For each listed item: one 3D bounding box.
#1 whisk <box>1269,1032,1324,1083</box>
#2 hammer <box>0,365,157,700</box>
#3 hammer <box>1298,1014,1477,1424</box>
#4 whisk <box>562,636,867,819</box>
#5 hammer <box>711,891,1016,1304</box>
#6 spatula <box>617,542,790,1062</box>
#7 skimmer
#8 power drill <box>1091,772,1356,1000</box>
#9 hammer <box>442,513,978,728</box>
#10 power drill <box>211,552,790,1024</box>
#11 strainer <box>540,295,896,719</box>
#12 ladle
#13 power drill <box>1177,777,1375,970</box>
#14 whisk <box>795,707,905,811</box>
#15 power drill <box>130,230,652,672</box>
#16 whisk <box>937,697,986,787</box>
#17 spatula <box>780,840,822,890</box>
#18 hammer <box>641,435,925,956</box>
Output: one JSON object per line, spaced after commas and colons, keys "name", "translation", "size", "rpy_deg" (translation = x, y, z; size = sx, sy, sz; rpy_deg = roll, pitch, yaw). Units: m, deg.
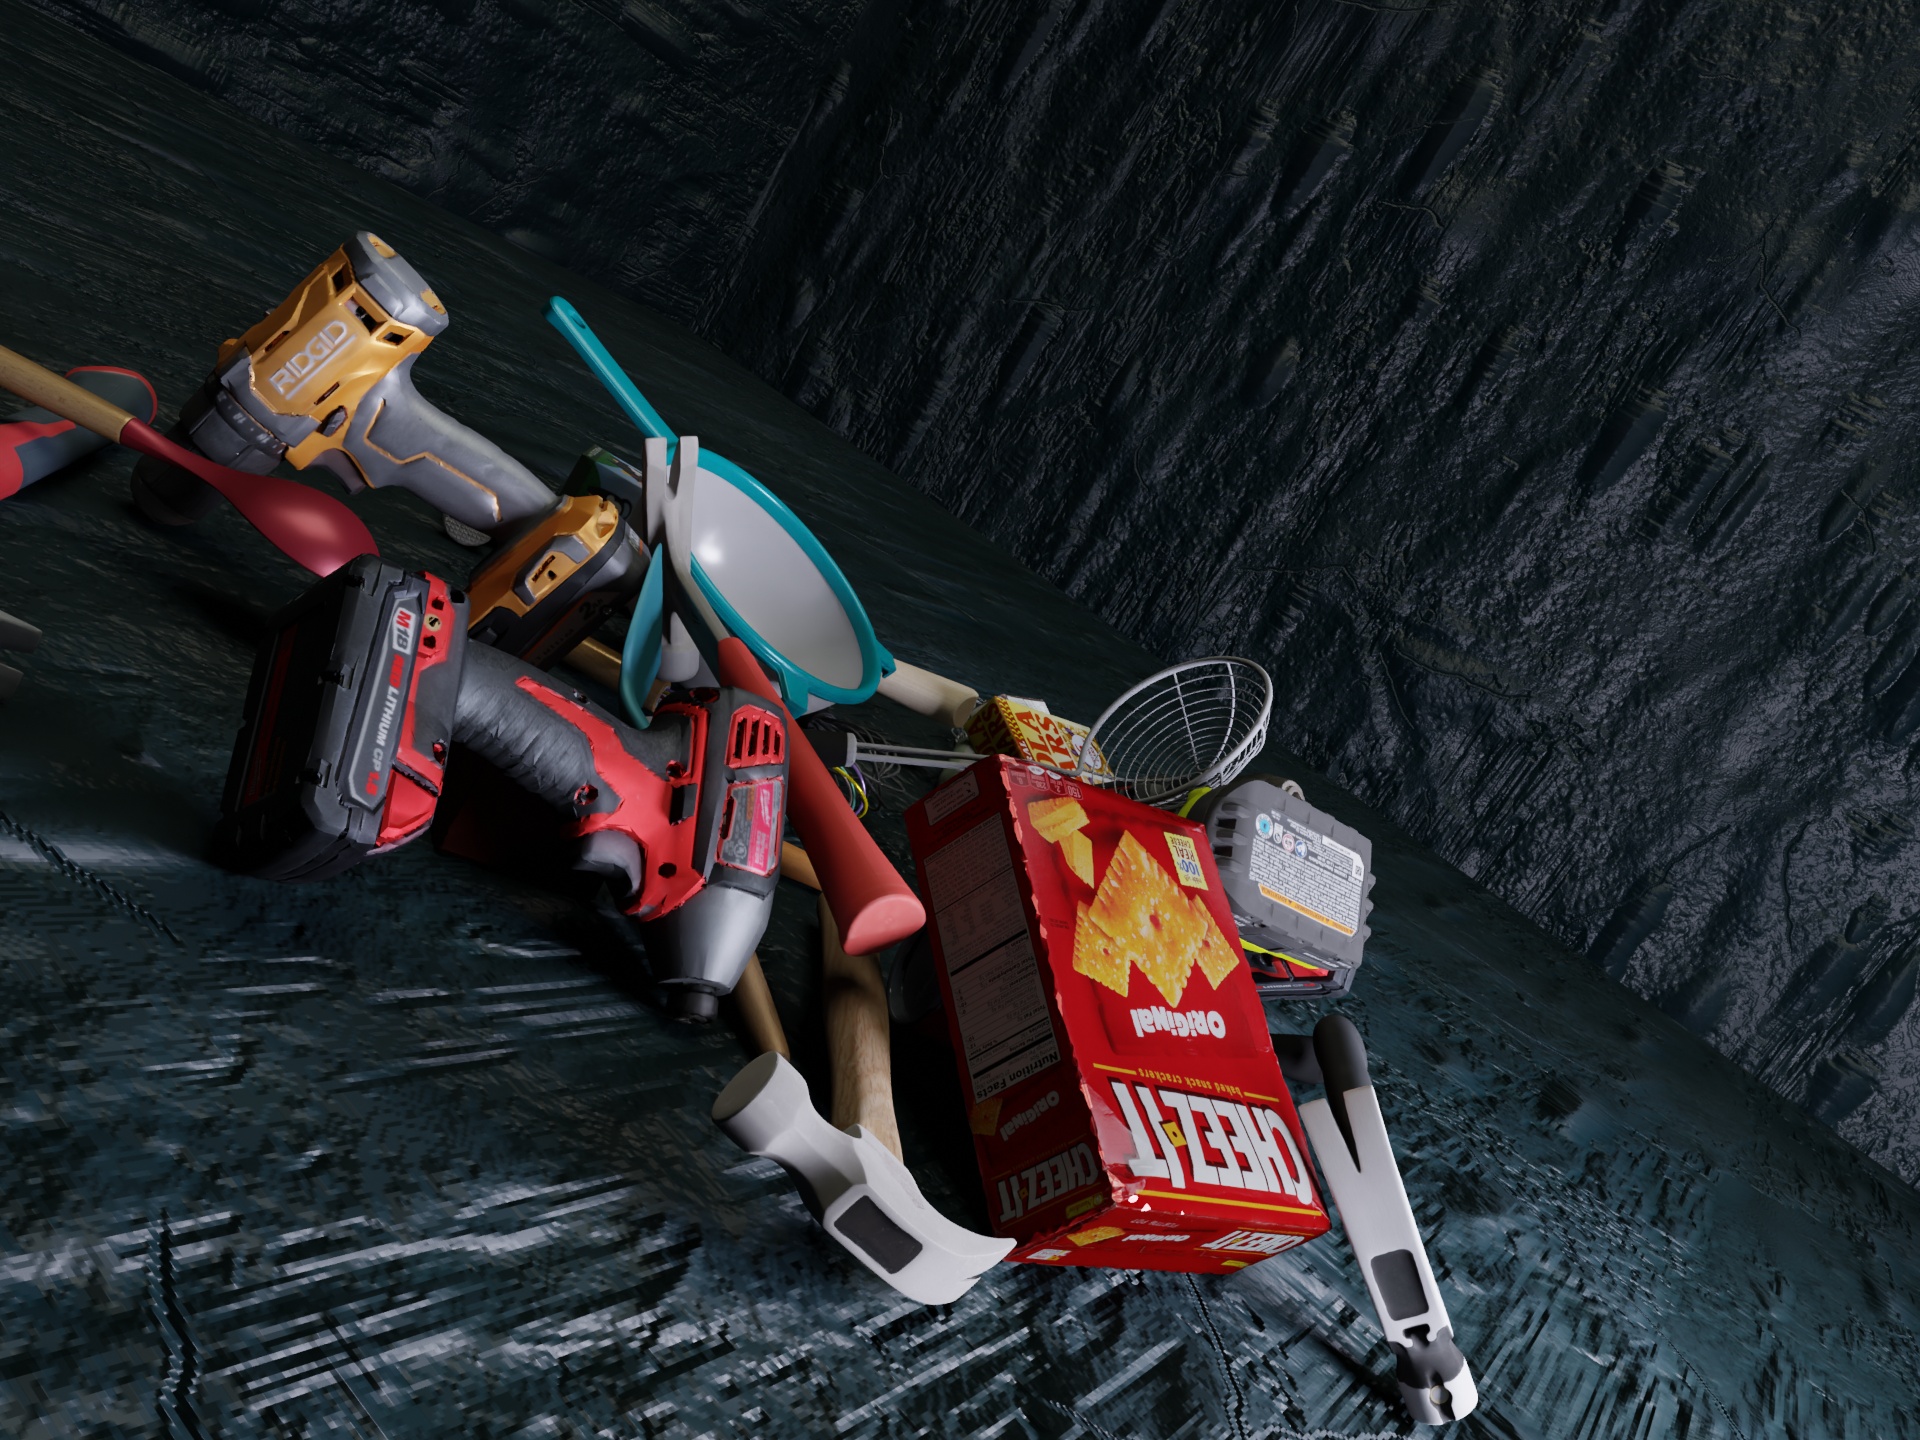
{"name": "whisk", "translation": [0.174, 0.199, 0.979], "size": [0.073, 0.073, 0.295], "rpy_deg": [41, 9, 36]}
{"name": "hammer", "translation": [-0.428, -0.111, 0.728], "size": [0.143, 0.038, 0.387], "rpy_deg": [30, 12, -17]}
{"name": "hammer", "translation": [0.215, 0.222, 0.857], "size": [0.335, 0.035, 0.146], "rpy_deg": [-39, 110, -79]}
{"name": "whisk", "translation": [-0.166, -0.001, 0.978], "size": [0.245, 0.051, 0.047], "rpy_deg": [29, -10, 4]}
{"name": "hammer", "translation": [-0.042, 0.136, 0.677], "size": [0.130, 0.031, 0.331], "rpy_deg": [48, 4, -12]}
{"name": "spatula", "translation": [-0.126, 0.038, 0.769], "size": [0.044, 0.082, 0.318], "rpy_deg": [-10, 45, -22]}
{"name": "skimmer", "translation": [-0.001, -0.003, 0.933], "size": [0.363, 0.090, 0.127], "rpy_deg": [5, 29, -9]}
{"name": "power drill", "translation": [0.182, 0.104, 1.052], "size": [0.188, 0.080, 0.226], "rpy_deg": [-12, -39, 42]}
{"name": "hammer", "translation": [-0.178, -0.088, 1.196], "size": [0.410, 0.038, 0.146], "rpy_deg": [23, 12, -15]}
{"name": "power drill", "translation": [-0.163, 0.033, 0.627], "size": [0.078, 0.143, 0.219], "rpy_deg": [-19, -31, 41]}
{"name": "strainer", "translation": [-0.195, -0.125, 1.066], "size": [0.340, 0.095, 0.211], "rpy_deg": [52, 19, 2]}
{"name": "ladle", "translation": [-0.415, -0.147, 0.748], "size": [0.315, 0.031, 0.069], "rpy_deg": [28, 13, -6]}
{"name": "power drill", "translation": [0.128, 0.110, 0.942], "size": [0.190, 0.080, 0.228], "rpy_deg": [27, -27, -31]}
{"name": "whisk", "translation": [-0.094, 0.005, 1.113], "size": [0.055, 0.055, 0.239], "rpy_deg": [26, 9, -29]}
{"name": "power drill", "translation": [-0.299, -0.113, 0.842], "size": [0.226, 0.185, 0.084], "rpy_deg": [48, 5, -21]}
{"name": "whisk", "translation": [0.009, 0.023, 1.311], "size": [0.058, 0.059, 0.246], "rpy_deg": [59, 13, -8]}
{"name": "spatula", "translation": [-0.167, 0.029, 0.828], "size": [0.322, 0.041, 0.081], "rpy_deg": [28, 17, -26]}
{"name": "hammer", "translation": [-0.102, -0.012, 0.800], "size": [0.036, 0.149, 0.359], "rpy_deg": [-8, 33, -23]}
